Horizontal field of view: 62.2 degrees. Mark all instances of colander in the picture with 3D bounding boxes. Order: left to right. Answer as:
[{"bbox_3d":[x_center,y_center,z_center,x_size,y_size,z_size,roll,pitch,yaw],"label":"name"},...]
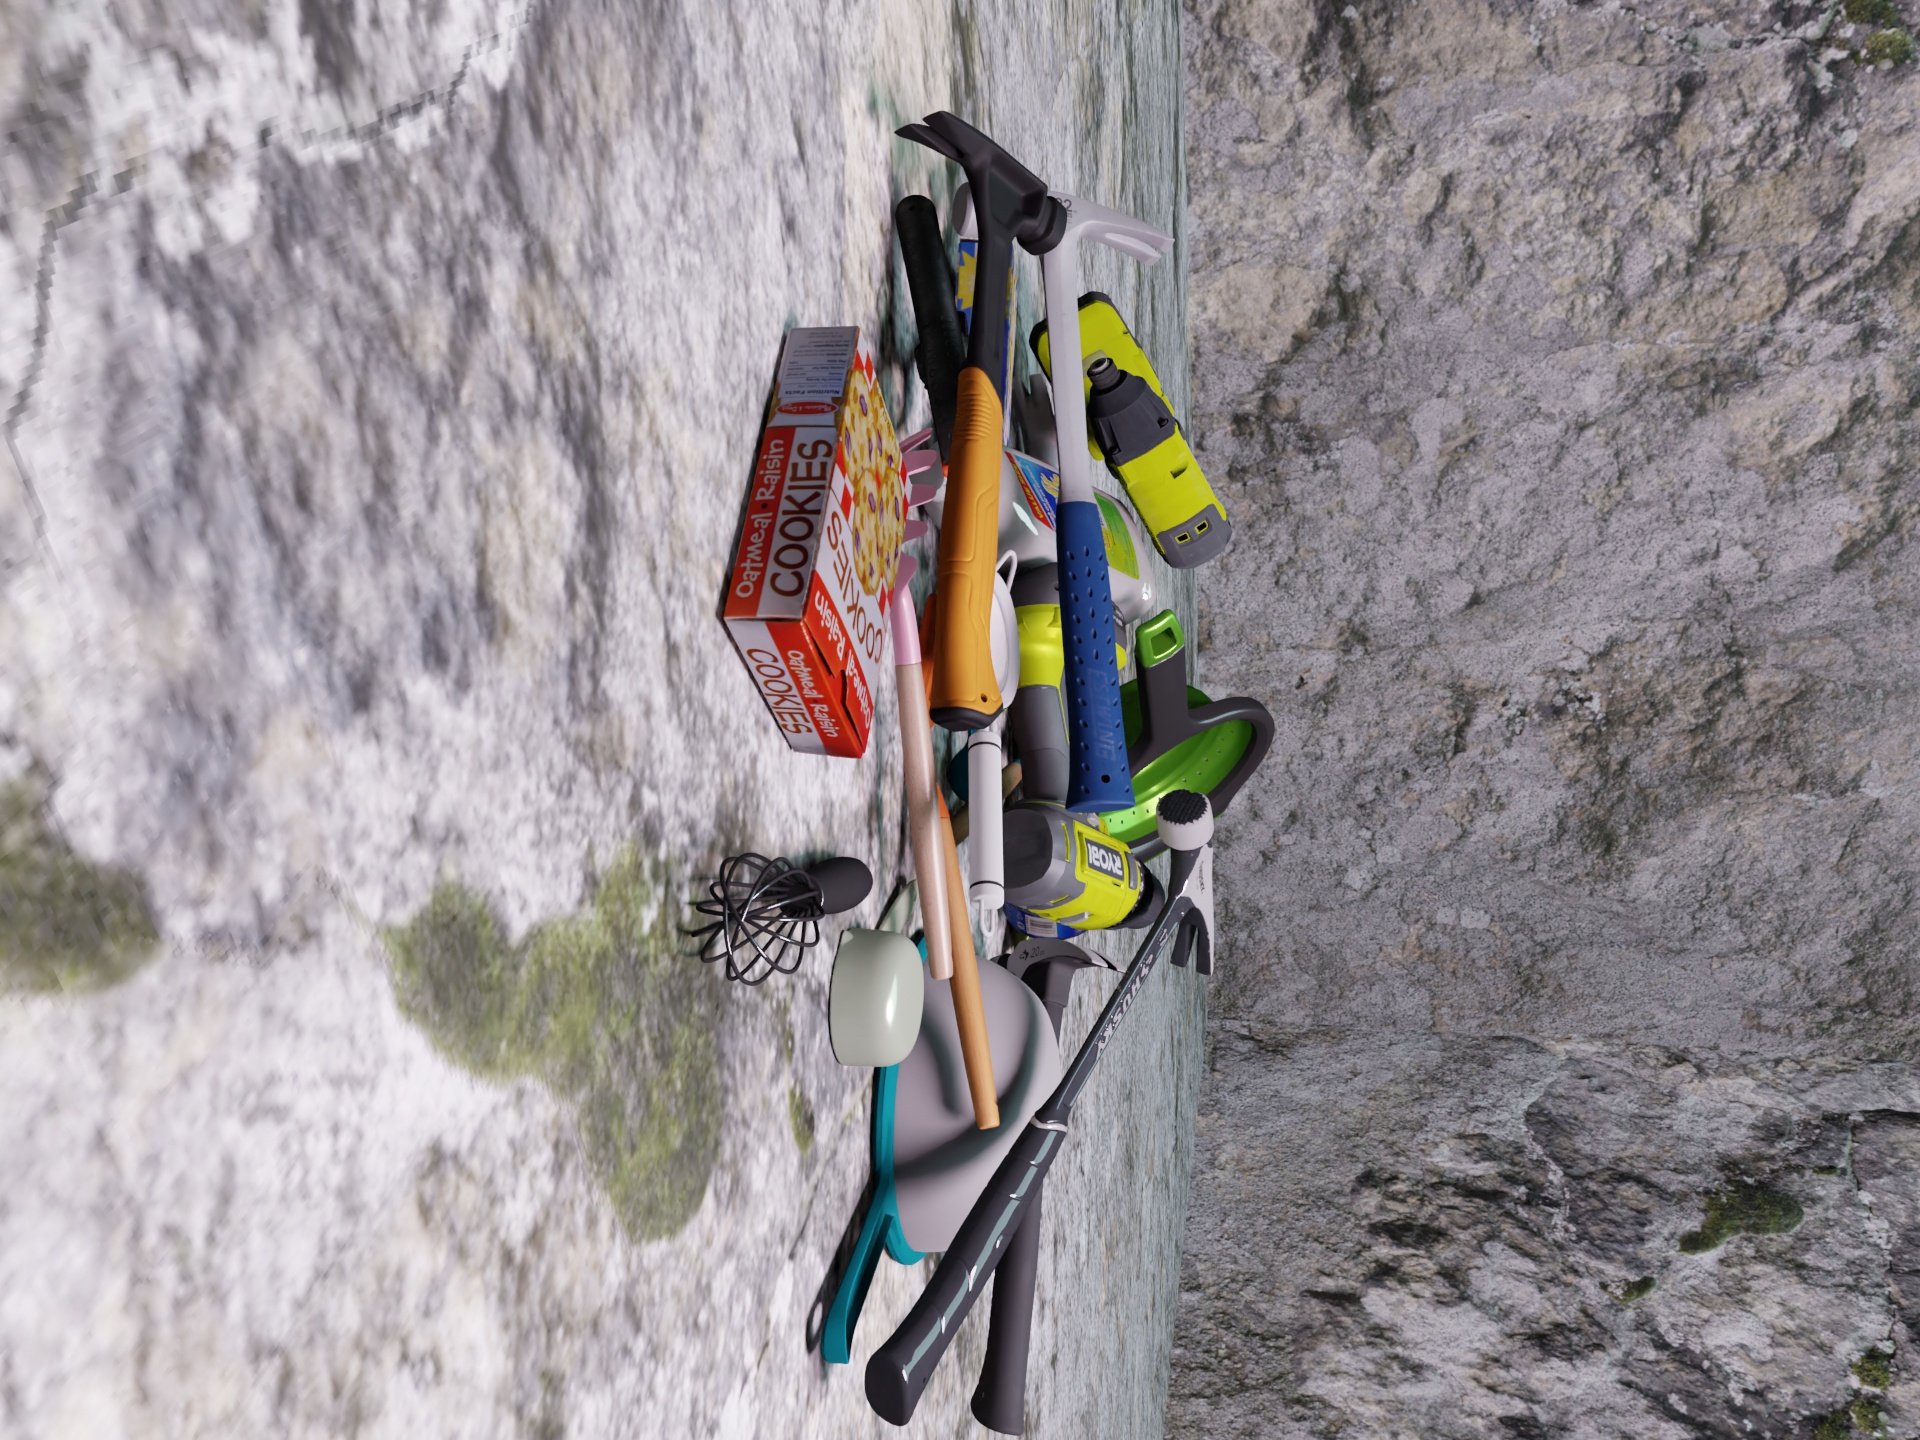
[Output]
[{"bbox_3d":[0.148,-0.008,1.293,0.095,0.204,0.396,55,-7,27],"label":"colander"}]

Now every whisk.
[{"bbox_3d":[-0.072,0.084,0.738,0.239,0.055,0.055,6,86,-81],"label":"whisk"}]

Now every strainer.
[{"bbox_3d":[0.002,0.265,0.964,0.340,0.095,0.211,-61,150,-67],"label":"strainer"},{"bbox_3d":[0.011,0.008,0.925,0.086,0.050,0.259,53,30,-50],"label":"strainer"}]

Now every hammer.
[{"bbox_3d":[0.006,-0.161,0.869,0.127,0.034,0.337,20,68,-49],"label":"hammer"},{"bbox_3d":[0.049,0.313,1.102,0.146,0.035,0.335,-28,-132,53],"label":"hammer"},{"bbox_3d":[0.063,-0.085,1.213,0.143,0.038,0.387,68,19,-54],"label":"hammer"},{"bbox_3d":[0.061,0.228,0.946,0.409,0.036,0.149,-52,144,-35],"label":"hammer"},{"bbox_3d":[0.078,-0.145,0.996,0.035,0.144,0.406,143,-55,-67],"label":"hammer"}]

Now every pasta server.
[{"bbox_3d":[-0.020,-0.007,0.914,0.060,0.040,0.316,-113,-163,-83],"label":"pasta server"}]

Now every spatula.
[{"bbox_3d":[-0.001,0.082,0.968,0.081,0.041,0.323,49,29,-69],"label":"spatula"},{"bbox_3d":[0.023,0.047,1.203,0.317,0.044,0.082,-39,130,-67],"label":"spatula"}]

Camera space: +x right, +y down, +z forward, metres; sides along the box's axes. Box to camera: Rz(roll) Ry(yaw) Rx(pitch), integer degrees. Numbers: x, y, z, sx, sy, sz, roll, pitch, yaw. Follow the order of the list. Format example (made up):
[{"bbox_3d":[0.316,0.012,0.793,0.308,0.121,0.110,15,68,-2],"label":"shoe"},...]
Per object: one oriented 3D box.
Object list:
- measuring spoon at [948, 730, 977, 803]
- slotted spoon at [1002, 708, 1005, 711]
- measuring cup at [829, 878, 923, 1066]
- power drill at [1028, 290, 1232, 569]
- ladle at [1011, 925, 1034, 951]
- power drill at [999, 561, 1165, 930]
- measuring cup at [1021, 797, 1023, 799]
[{"bbox_3d":[-0.002,-0.004,1.113,0.042,0.021,0.129,29,54,-73],"label":"measuring spoon"},{"bbox_3d":[0.049,-0.046,1.296,0.314,0.031,0.070,-19,104,-78],"label":"slotted spoon"},{"bbox_3d":[-0.033,0.136,0.920,0.168,0.038,0.083,-57,146,-62],"label":"measuring cup"},{"bbox_3d":[0.124,-0.233,1.208,0.171,0.080,0.223,54,11,-33],"label":"power drill"},{"bbox_3d":[0.047,0.242,1.251,0.320,0.062,0.078,-69,-178,-48],"label":"ladle"},{"bbox_3d":[0.074,0.028,1.062,0.190,0.080,0.229,27,52,-55],"label":"power drill"},{"bbox_3d":[0.053,0.099,1.275,0.062,0.029,0.157,-51,-172,42],"label":"measuring cup"}]
